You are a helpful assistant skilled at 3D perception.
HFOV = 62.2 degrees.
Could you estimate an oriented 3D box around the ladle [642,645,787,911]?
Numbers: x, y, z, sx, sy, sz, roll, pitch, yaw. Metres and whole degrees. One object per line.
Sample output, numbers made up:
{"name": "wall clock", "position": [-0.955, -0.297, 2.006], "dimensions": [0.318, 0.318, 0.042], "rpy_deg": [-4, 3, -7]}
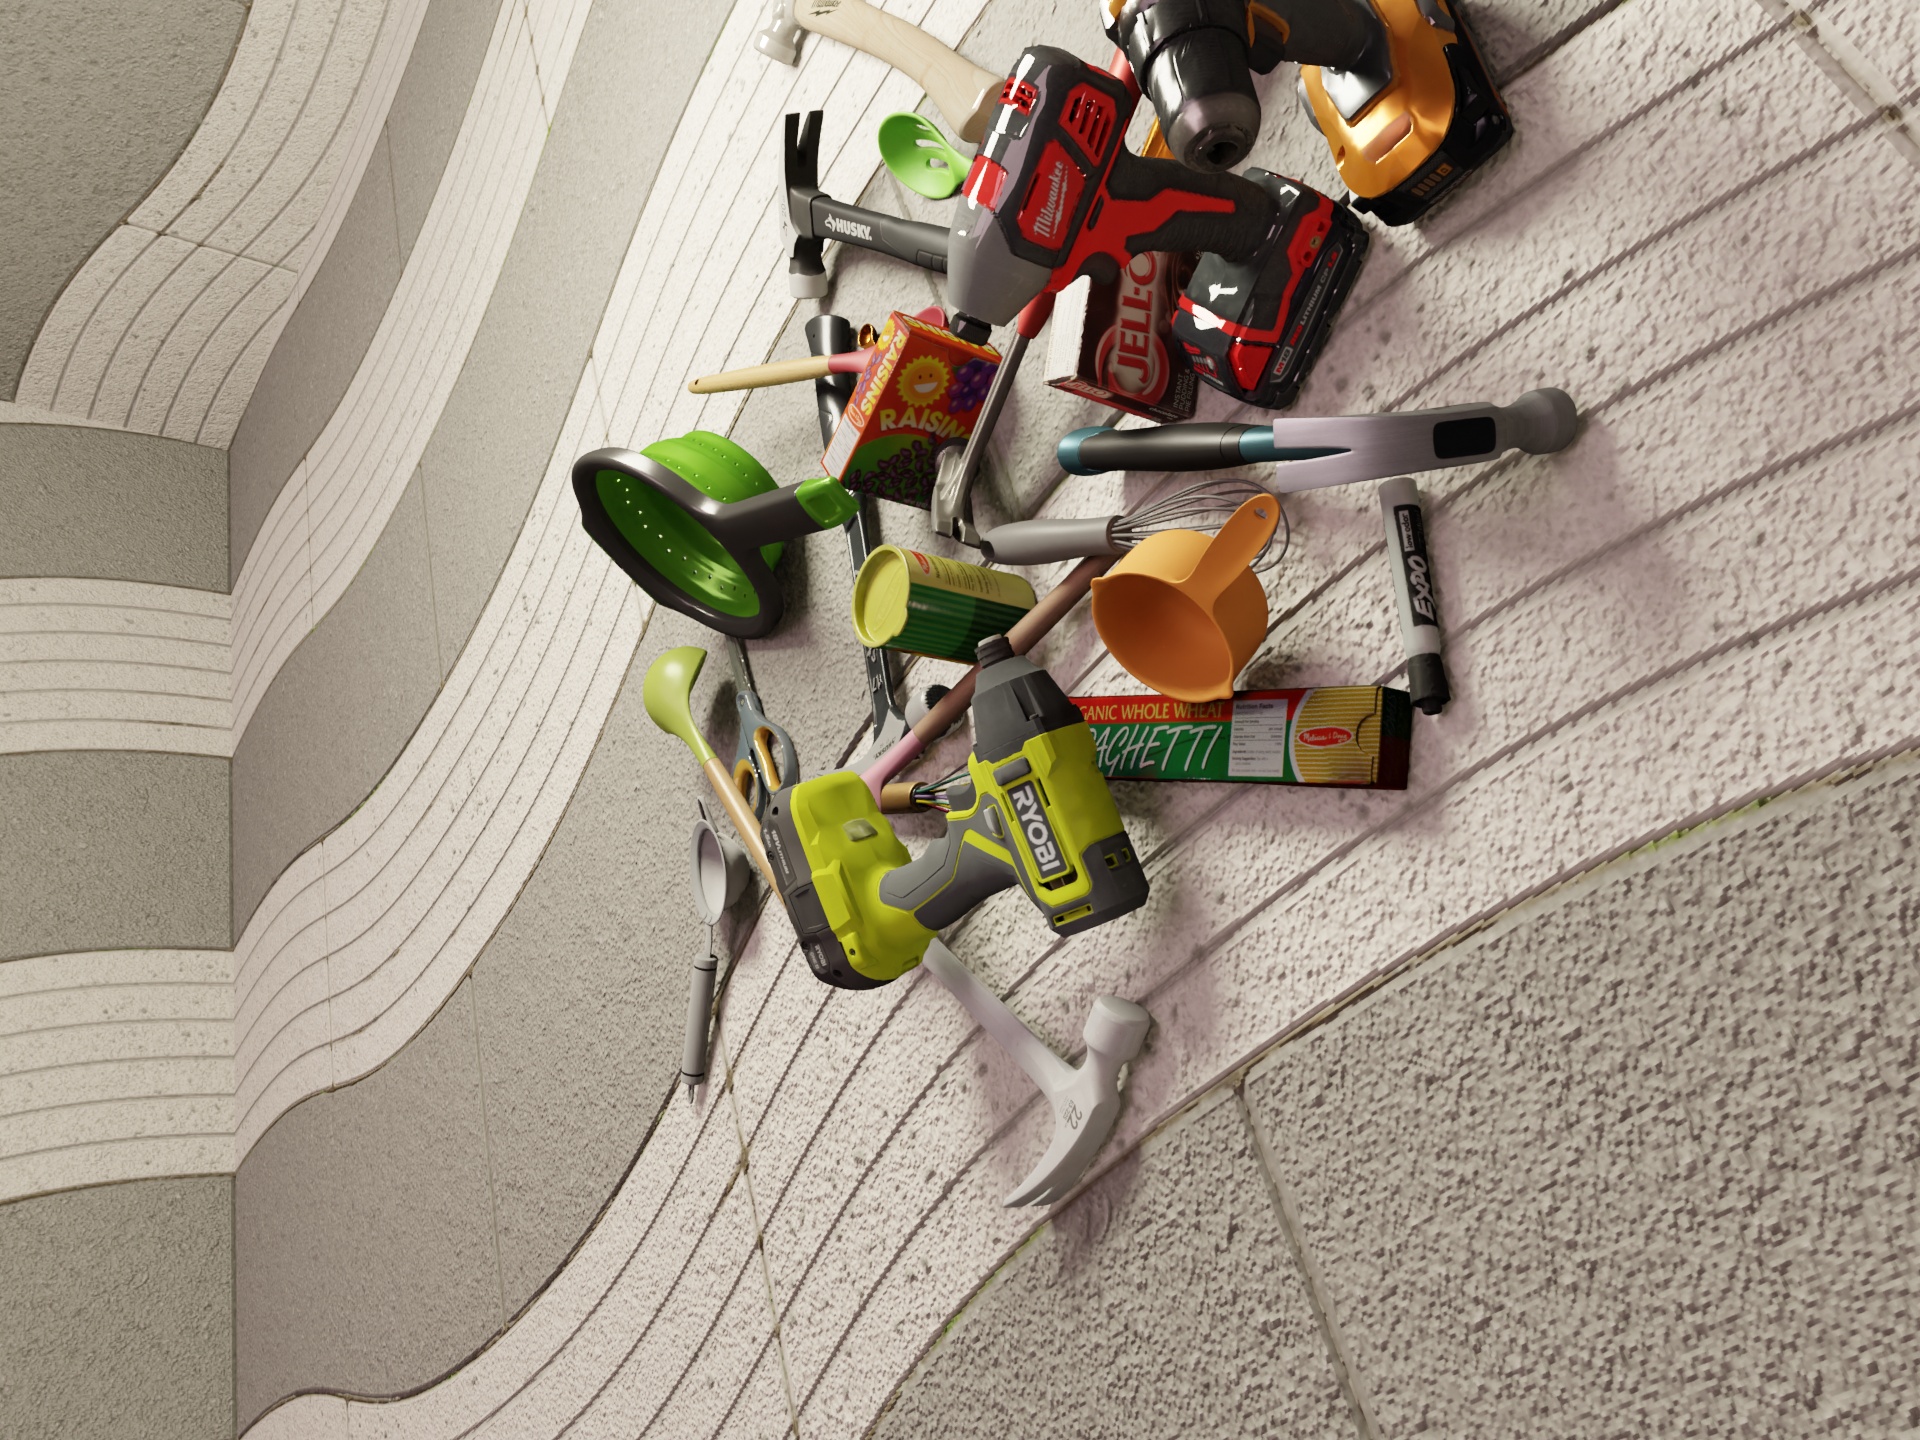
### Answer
{"name": "ladle", "position": [-0.178, 0.053, 1.269], "dimensions": [0.320, 0.062, 0.078], "rpy_deg": [53, 127, 37]}

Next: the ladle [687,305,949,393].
{"name": "ladle", "position": [-0.116, -0.273, 1.234], "dimensions": [0.315, 0.031, 0.069], "rpy_deg": [4, 69, 45]}

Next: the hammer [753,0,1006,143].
{"name": "hammer", "position": [-0.058, -0.556, 1.271], "dimensions": [0.411, 0.038, 0.146], "rpy_deg": [51, 121, 46]}

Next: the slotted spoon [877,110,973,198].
{"name": "slotted spoon", "position": [0.034, -0.369, 1.100], "dimensions": [0.031, 0.070, 0.314], "rpy_deg": [-36, 43, -13]}

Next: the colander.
{"name": "colander", "position": [-0.165, -0.170, 1.231], "dimensions": [0.094, 0.204, 0.397], "rpy_deg": [-53, 25, -22]}

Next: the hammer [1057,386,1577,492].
{"name": "hammer", "position": [0.151, -0.145, 0.839], "dimensions": [0.331, 0.128, 0.033], "rpy_deg": [16, 116, 62]}

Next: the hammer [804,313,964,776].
{"name": "hammer", "position": [-0.081, -0.143, 1.206], "dimensions": [0.149, 0.036, 0.409], "rpy_deg": [-39, 52, 44]}

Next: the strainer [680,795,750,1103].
{"name": "strainer", "position": [-0.205, 0.188, 1.294], "dimensions": [0.087, 0.050, 0.258], "rpy_deg": [21, 105, 60]}

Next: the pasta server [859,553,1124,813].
{"name": "pasta server", "position": [-0.002, -0.003, 1.028], "dimensions": [0.316, 0.040, 0.060], "rpy_deg": [-44, 26, 21]}

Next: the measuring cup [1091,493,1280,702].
{"name": "measuring cup", "position": [0.132, -0.077, 0.810], "dimensions": [0.095, 0.052, 0.173], "rpy_deg": [40, 149, 5]}

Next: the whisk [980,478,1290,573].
{"name": "whisk", "position": [0.093, -0.106, 0.929], "dimensions": [0.239, 0.055, 0.055], "rpy_deg": [3, 84, 50]}

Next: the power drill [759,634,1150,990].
{"name": "power drill", "position": [-0.010, 0.062, 0.943], "dimensions": [0.223, 0.080, 0.171], "rpy_deg": [-27, 82, 37]}

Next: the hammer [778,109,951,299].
{"name": "hammer", "position": [-0.044, -0.362, 1.177], "dimensions": [0.335, 0.035, 0.146], "rpy_deg": [33, 134, 48]}

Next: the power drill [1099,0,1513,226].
{"name": "power drill", "position": [0.158, -0.308, 0.747], "dimensions": [0.084, 0.226, 0.185], "rpy_deg": [-37, 54, 44]}

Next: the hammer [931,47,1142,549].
{"name": "hammer", "position": [0.058, -0.284, 0.980], "dimensions": [0.149, 0.036, 0.359], "rpy_deg": [-93, 24, -63]}

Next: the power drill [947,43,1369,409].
{"name": "power drill", "position": [0.094, -0.242, 0.825], "dimensions": [0.079, 0.219, 0.143], "rpy_deg": [47, 120, 48]}

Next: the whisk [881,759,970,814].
{"name": "whisk", "position": [-0.011, 0.049, 1.065], "dimensions": [0.245, 0.051, 0.047], "rpy_deg": [-8, 55, 57]}

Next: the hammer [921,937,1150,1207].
{"name": "hammer", "position": [-0.024, 0.156, 1.054], "dimensions": [0.406, 0.035, 0.144], "rpy_deg": [37, 112, 51]}

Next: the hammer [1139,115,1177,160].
{"name": "hammer", "position": [0.170, -0.463, 0.935], "dimensions": [0.127, 0.034, 0.336], "rpy_deg": [43, 117, 49]}

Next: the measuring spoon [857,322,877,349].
{"name": "measuring spoon", "position": [-0.055, -0.263, 1.222], "dimensions": [0.021, 0.011, 0.117], "rpy_deg": [-49, 49, 35]}
